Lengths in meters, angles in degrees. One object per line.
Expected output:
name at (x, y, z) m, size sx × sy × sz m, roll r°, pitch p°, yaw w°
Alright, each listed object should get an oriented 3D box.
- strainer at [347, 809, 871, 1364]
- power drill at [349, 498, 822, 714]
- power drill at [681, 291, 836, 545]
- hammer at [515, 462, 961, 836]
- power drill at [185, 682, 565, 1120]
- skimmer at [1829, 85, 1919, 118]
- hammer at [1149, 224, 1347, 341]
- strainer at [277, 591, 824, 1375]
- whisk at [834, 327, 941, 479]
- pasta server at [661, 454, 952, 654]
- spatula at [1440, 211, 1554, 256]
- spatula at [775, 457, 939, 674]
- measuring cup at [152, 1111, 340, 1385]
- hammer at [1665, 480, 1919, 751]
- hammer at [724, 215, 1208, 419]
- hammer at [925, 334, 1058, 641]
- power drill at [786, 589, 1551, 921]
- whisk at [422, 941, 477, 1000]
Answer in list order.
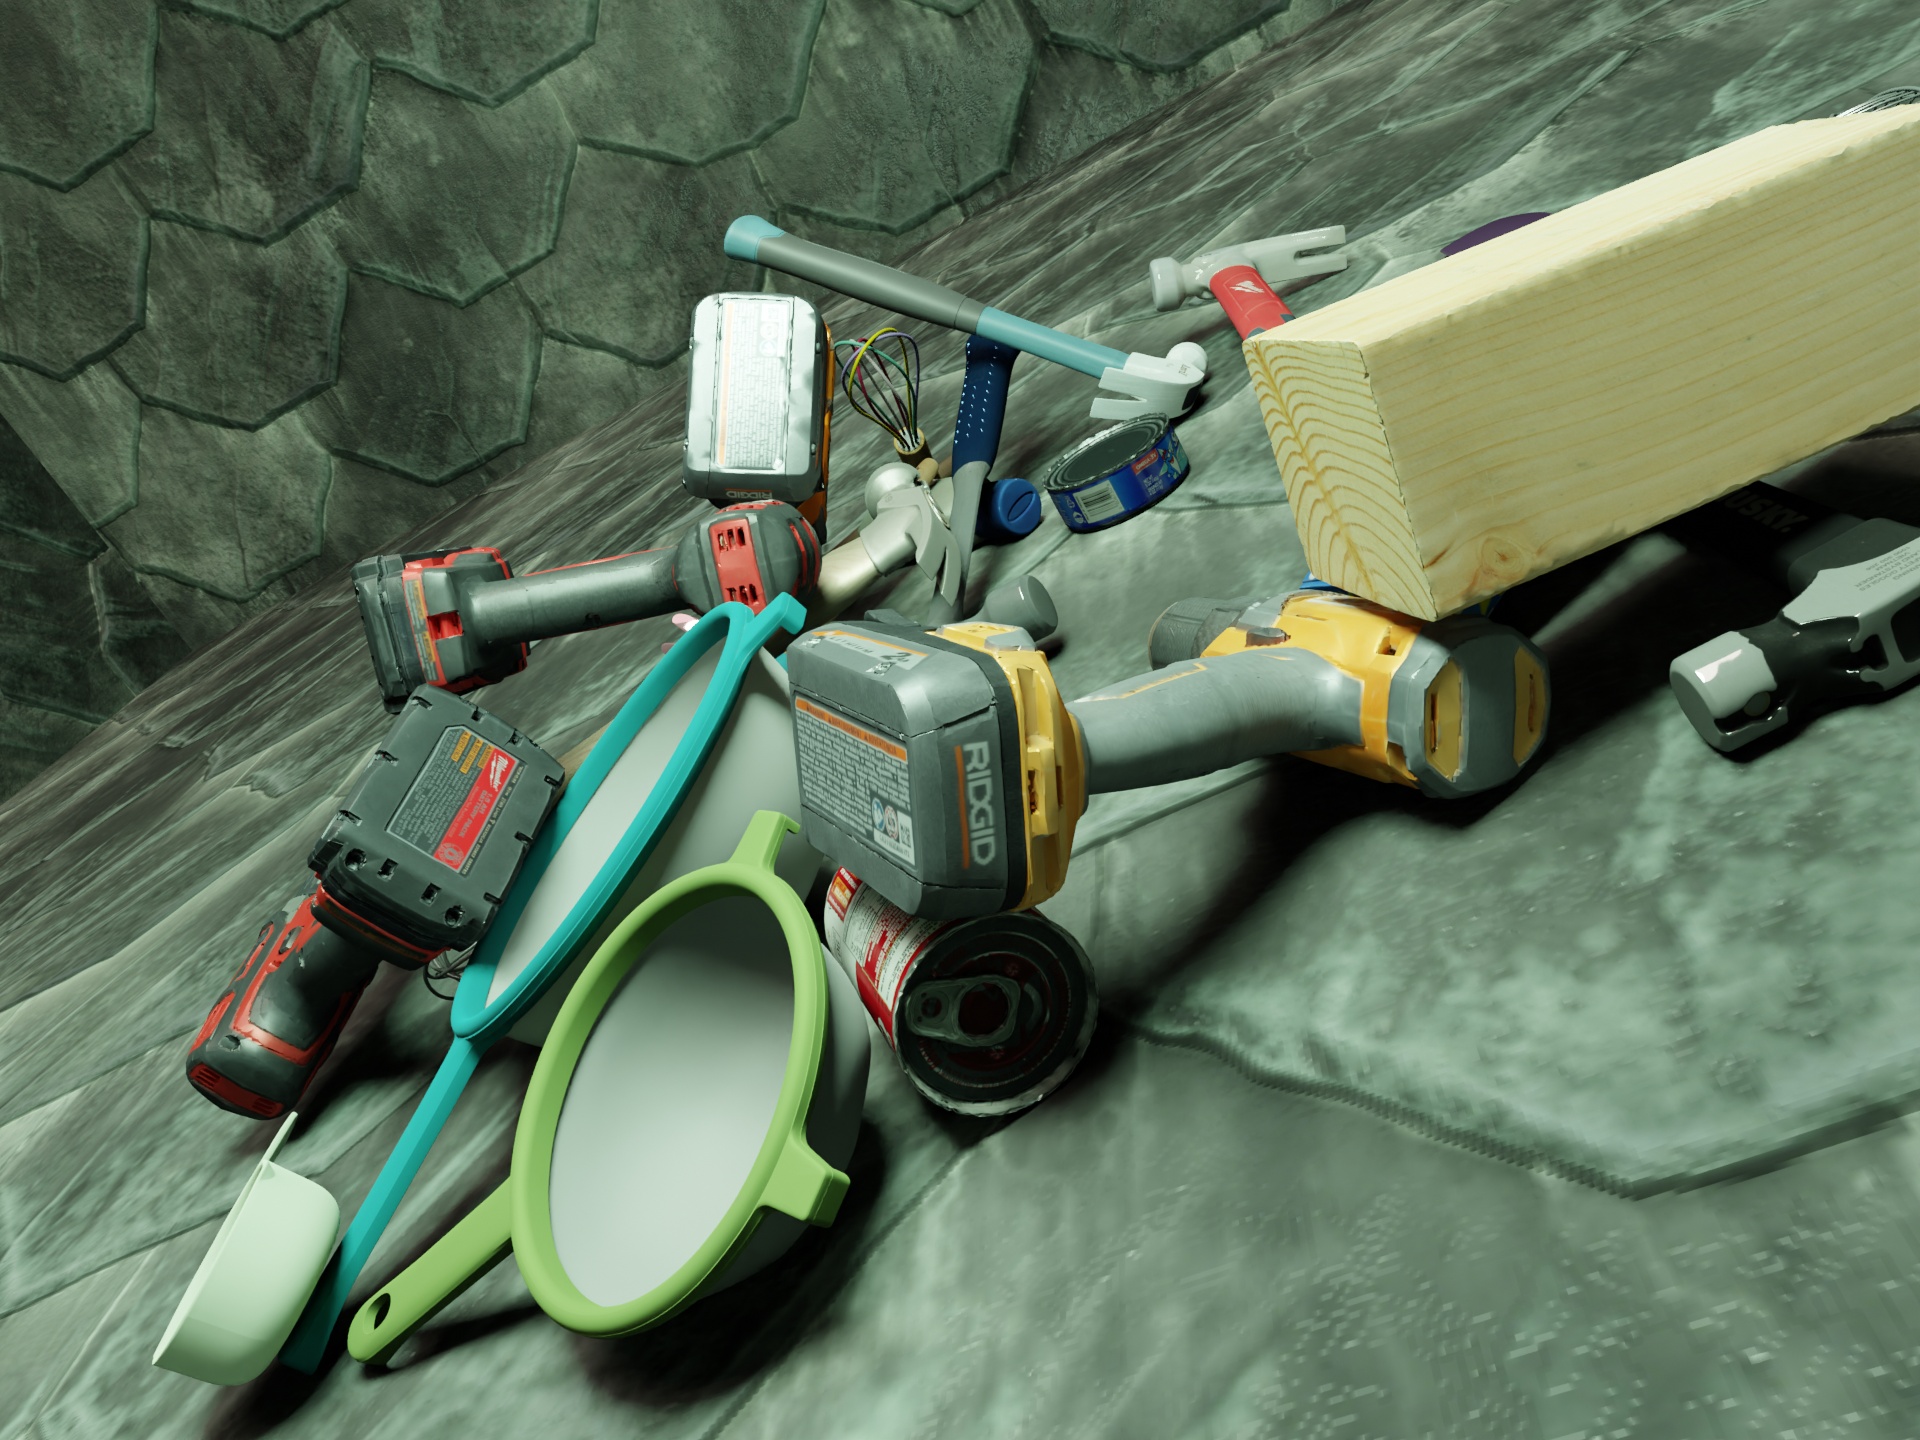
strainer at (-0.112, 0.159, 0.539) m, size 0.256 × 0.069 × 0.152 m, roll -41°, pitch 39°, yaw 24°
power drill at (-0.179, -0.066, 0.814) m, size 0.219 × 0.078 × 0.143 m, roll -11°, pitch 8°, yaw 4°
power drill at (-0.118, -0.157, 0.991) m, size 0.084 × 0.164 × 0.226 m, roll 2°, pitch -6°, yaw -1°
hammer at (-0.177, 0.006, 0.891) m, size 0.410 × 0.038 × 0.146 m, roll -35°, pitch 28°, yaw 8°
power drill at (-0.286, 0.077, 0.787) m, size 0.226 × 0.080 × 0.188 m, roll -41°, pitch 23°, yaw 37°
skimmer at (0.387, -0.147, 0.579) m, size 0.127 × 0.090 × 0.364 m, roll -20°, pitch 34°, yaw 19°
hammer at (0.212, -0.246, 1.001) m, size 0.143 × 0.038 × 0.387 m, roll -10°, pitch 28°, yaw 5°
strainer at (-0.145, 0.114, 0.653) m, size 0.340 × 0.095 × 0.211 m, roll -63°, pitch 19°, yaw -18°
whisk at (-0.042, -0.196, 1.073) m, size 0.051 × 0.047 × 0.244 m, roll 5°, pitch -13°, yaw 10°
pasta server at (-0.093, -0.121, 1.149) m, size 0.040 × 0.060 × 0.316 m, roll 24°, pitch 48°, yaw 26°
spatula at (0.351, -0.268, 0.907) m, size 0.060 × 0.018 × 0.316 m, roll -28°, pitch 21°, yaw 7°
spatula at (-0.100, -0.063, 0.985) m, size 0.082 × 0.044 × 0.318 m, roll -8°, pitch 41°, yaw 49°
measuring cup at (-0.267, 0.197, 0.626) m, size 0.083 × 0.038 × 0.168 m, roll -60°, pitch 15°, yaw 2°
hammer at (0.272, -0.094, 0.606) m, size 0.146 × 0.035 × 0.335 m, roll -29°, pitch 21°, yaw 7°
hammer at (0.002, -0.272, 1.064) m, size 0.331 × 0.033 × 0.128 m, roll 20°, pitch 31°, yaw 5°
hammer at (0.000, -0.144, 0.981) m, size 0.144 × 0.035 × 0.406 m, roll -26°, pitch 30°, yaw 24°
power drill at (0.057, -0.006, 0.552) m, size 0.226 × 0.084 × 0.185 m, roll -10°, pitch 14°, yaw -23°
whisk at (-0.178, 0.068, 0.842) m, size 0.239 × 0.055 × 0.055 m, roll -35°, pitch 21°, yaw -23°
